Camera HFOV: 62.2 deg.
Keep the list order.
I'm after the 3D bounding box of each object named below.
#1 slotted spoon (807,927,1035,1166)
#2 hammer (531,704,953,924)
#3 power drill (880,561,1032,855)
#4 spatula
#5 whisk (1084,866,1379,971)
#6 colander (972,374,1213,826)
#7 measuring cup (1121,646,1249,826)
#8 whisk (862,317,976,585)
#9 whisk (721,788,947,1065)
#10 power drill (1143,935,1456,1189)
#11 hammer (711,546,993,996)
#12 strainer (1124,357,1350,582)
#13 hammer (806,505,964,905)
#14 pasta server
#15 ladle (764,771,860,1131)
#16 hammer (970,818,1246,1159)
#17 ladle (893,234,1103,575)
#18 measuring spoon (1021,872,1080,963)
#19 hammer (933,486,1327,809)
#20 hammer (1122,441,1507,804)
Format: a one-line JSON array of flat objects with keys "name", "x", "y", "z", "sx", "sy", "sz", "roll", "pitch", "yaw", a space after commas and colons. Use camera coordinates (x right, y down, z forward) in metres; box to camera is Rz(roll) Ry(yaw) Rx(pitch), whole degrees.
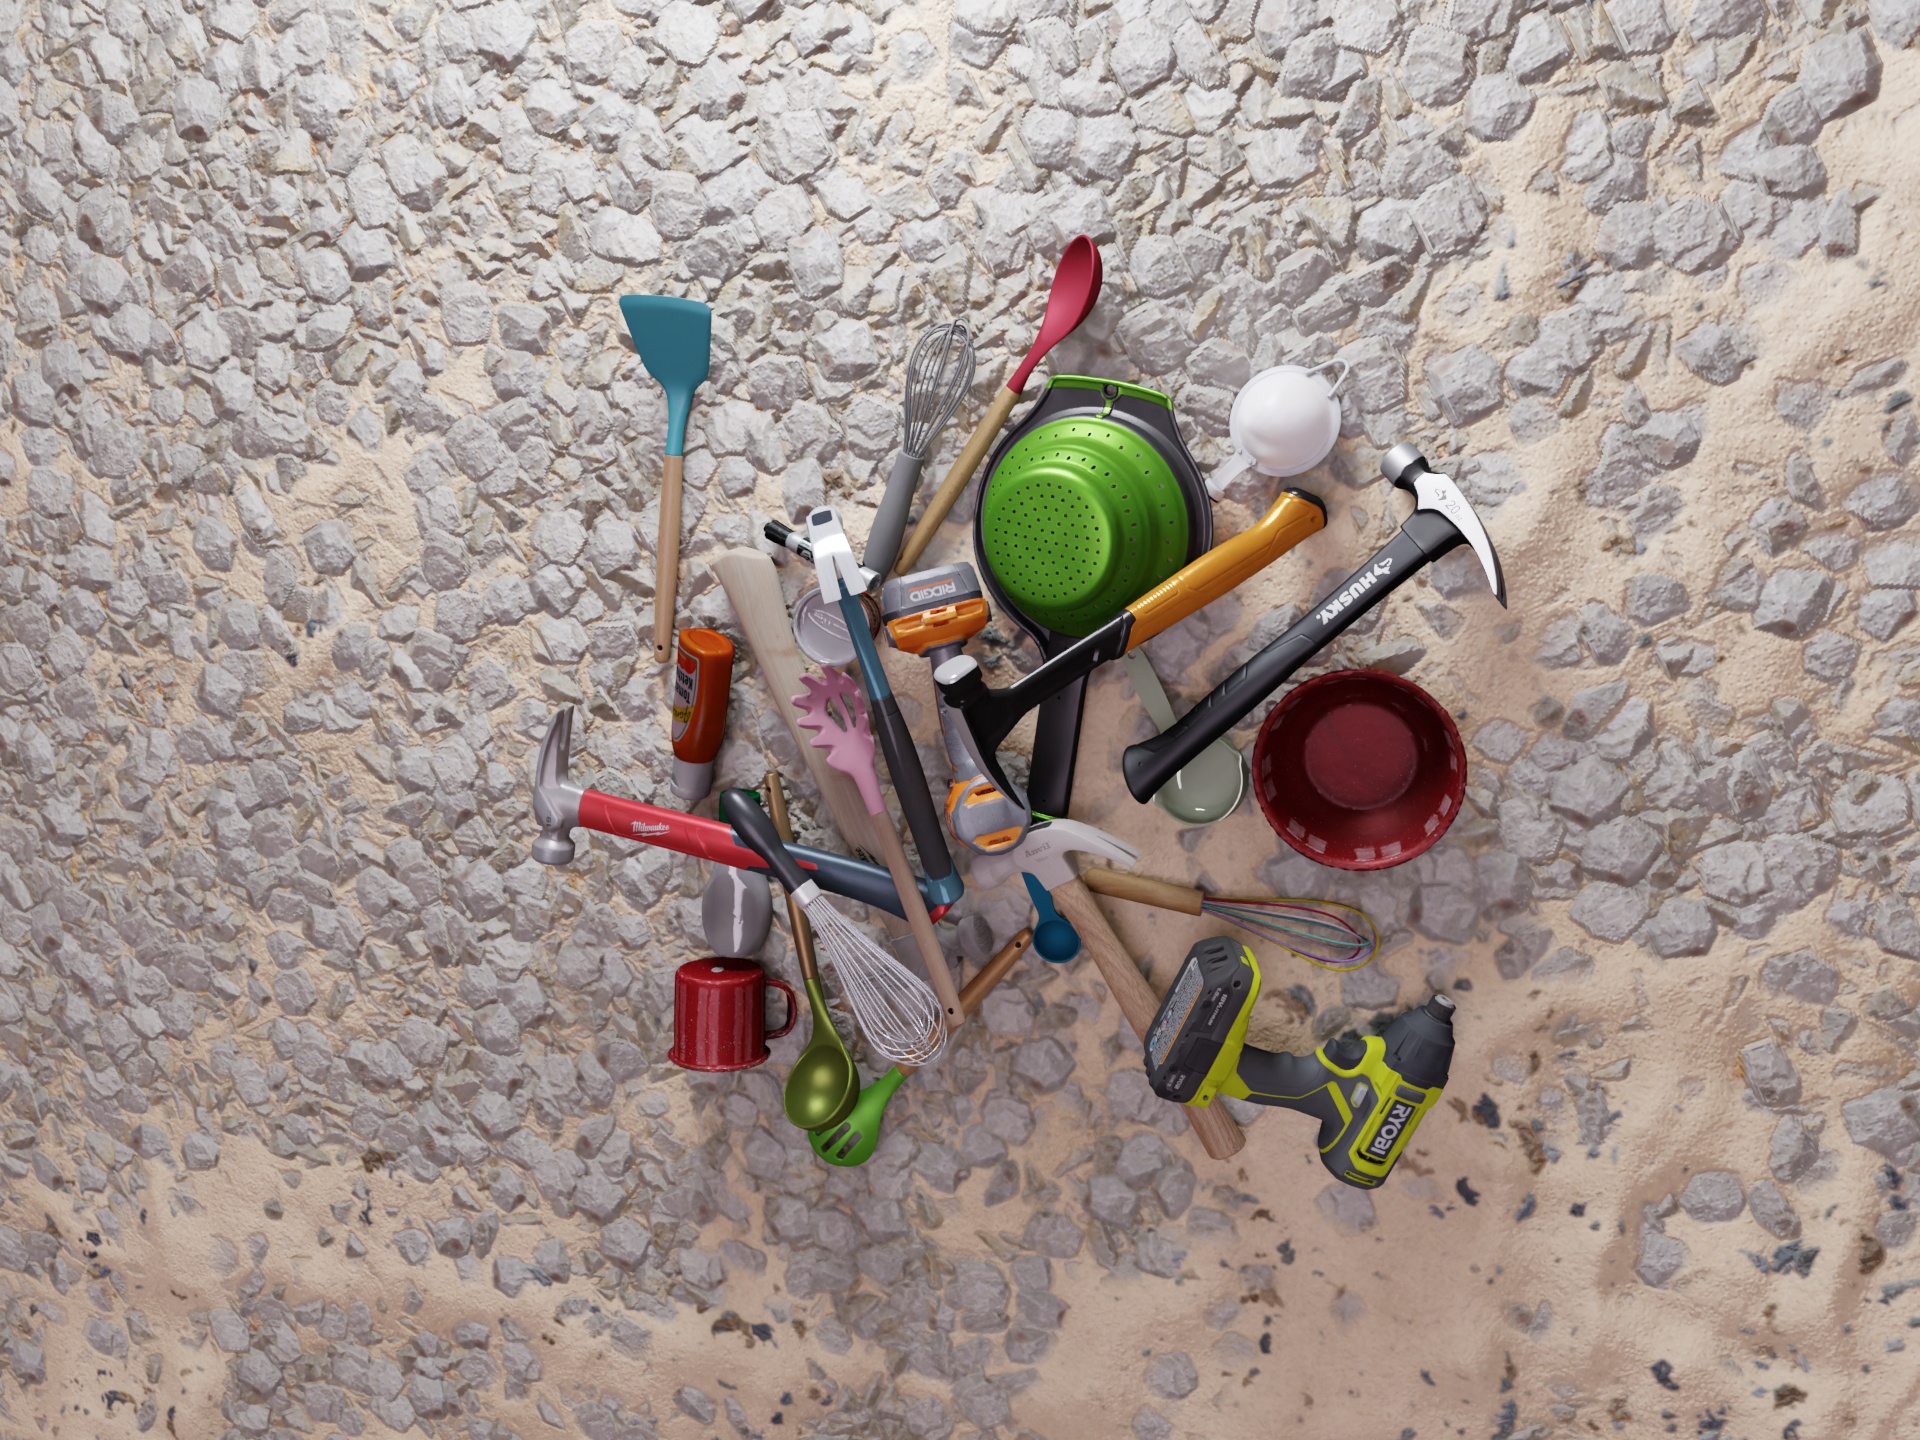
[{"name": "slotted spoon", "x": -0.037, "y": 0.294, "z": 1.423, "sx": 0.070, "sy": 0.031, "sz": 0.313, "roll": 44, "pitch": 109, "yaw": 9}, {"name": "hammer", "x": -0.188, "y": 0.096, "z": 1.371, "sx": 0.386, "sy": 0.038, "sz": 0.143, "roll": 13, "pitch": 105, "yaw": 12}, {"name": "power drill", "x": -0.002, "y": -0.004, "z": 1.290, "sx": 0.084, "sy": 0.164, "sz": 0.226, "roll": -15, "pitch": 89, "yaw": -4}, {"name": "spatula", "x": -0.255, "y": -0.202, "z": 1.371, "sx": 0.082, "sy": 0.044, "sz": 0.317, "roll": 8, "pitch": 105, "yaw": 11}, {"name": "whisk", "x": 0.220, "y": 0.160, "z": 1.309, "sx": 0.245, "sy": 0.051, "sz": 0.047, "roll": 11, "pitch": 110, "yaw": 17}, {"name": "colander", "x": 0.076, "y": -0.069, "z": 1.261, "sx": 0.204, "sy": 0.094, "sz": 0.397, "roll": 15, "pitch": 110, "yaw": 23}, {"name": "measuring cup", "x": 0.176, "y": 0.007, "z": 1.297, "sx": 0.083, "sy": 0.038, "sz": 0.168, "roll": -32, "pitch": 76, "yaw": 22}, {"name": "whisk", "x": -0.038, "y": -0.215, "z": 1.303, "sx": 0.055, "sy": 0.055, "sz": 0.239, "roll": 24, "pitch": 112, "yaw": 10}, {"name": "whisk", "x": -0.109, "y": 0.170, "z": 1.318, "sx": 0.070, "sy": 0.070, "sz": 0.285, "roll": -41, "pitch": 83, "yaw": 20}, {"name": "power drill", "x": 0.276, "y": 0.265, "z": 1.274, "sx": 0.223, "sy": 0.080, "sz": 0.171, "roll": 22, "pitch": 107, "yaw": -9}, {"name": "hammer", "x": -0.121, "y": 0.044, "z": 1.389, "sx": 0.146, "sy": 0.038, "sz": 0.410, "roll": -24, "pitch": 94, "yaw": 21}, {"name": "strainer", "x": 0.203, "y": -0.185, "z": 1.241, "sx": 0.258, "sy": 0.050, "sz": 0.087, "roll": -47, "pitch": 70, "yaw": 23}, {"name": "hammer", "x": -0.059, "y": -0.008, "z": 1.271, "sx": 0.033, "sy": 0.128, "sz": 0.331, "roll": -18, "pitch": 104, "yaw": -1}, {"name": "pasta server", "x": -0.061, "y": 0.103, "z": 1.311, "sx": 0.060, "sy": 0.040, "sz": 0.316, "roll": -25, "pitch": 79, "yaw": 18}, {"name": "ladle", "x": -0.146, "y": 0.206, "z": 1.413, "sx": 0.078, "sy": 0.062, "sz": 0.320, "roll": -8, "pitch": 94, "yaw": 37}, {"name": "hammer", "x": 0.146, "y": 0.227, "z": 1.330, "sx": 0.130, "sy": 0.031, "sz": 0.331, "roll": -28, "pitch": 100, "yaw": 26}, {"name": "ladle", "x": 0.028, "y": -0.244, "z": 1.281, "sx": 0.031, "sy": 0.069, "sz": 0.315, "roll": 20, "pitch": 117, "yaw": -29}, {"name": "measuring spoon", "x": 0.071, "y": 0.145, "z": 1.356, "sx": 0.042, "sy": 0.021, "sz": 0.128, "roll": -15, "pitch": 101, "yaw": 18}, {"name": "hammer", "x": 0.142, "y": -0.070, "z": 1.196, "sx": 0.337, "sy": 0.034, "sz": 0.127, "roll": -33, "pitch": 120, "yaw": -13}, {"name": "hammer", "x": 0.256, "y": -0.051, "z": 1.207, "sx": 0.334, "sy": 0.035, "sz": 0.146, "roll": -42, "pitch": 59, "yaw": 15}]
